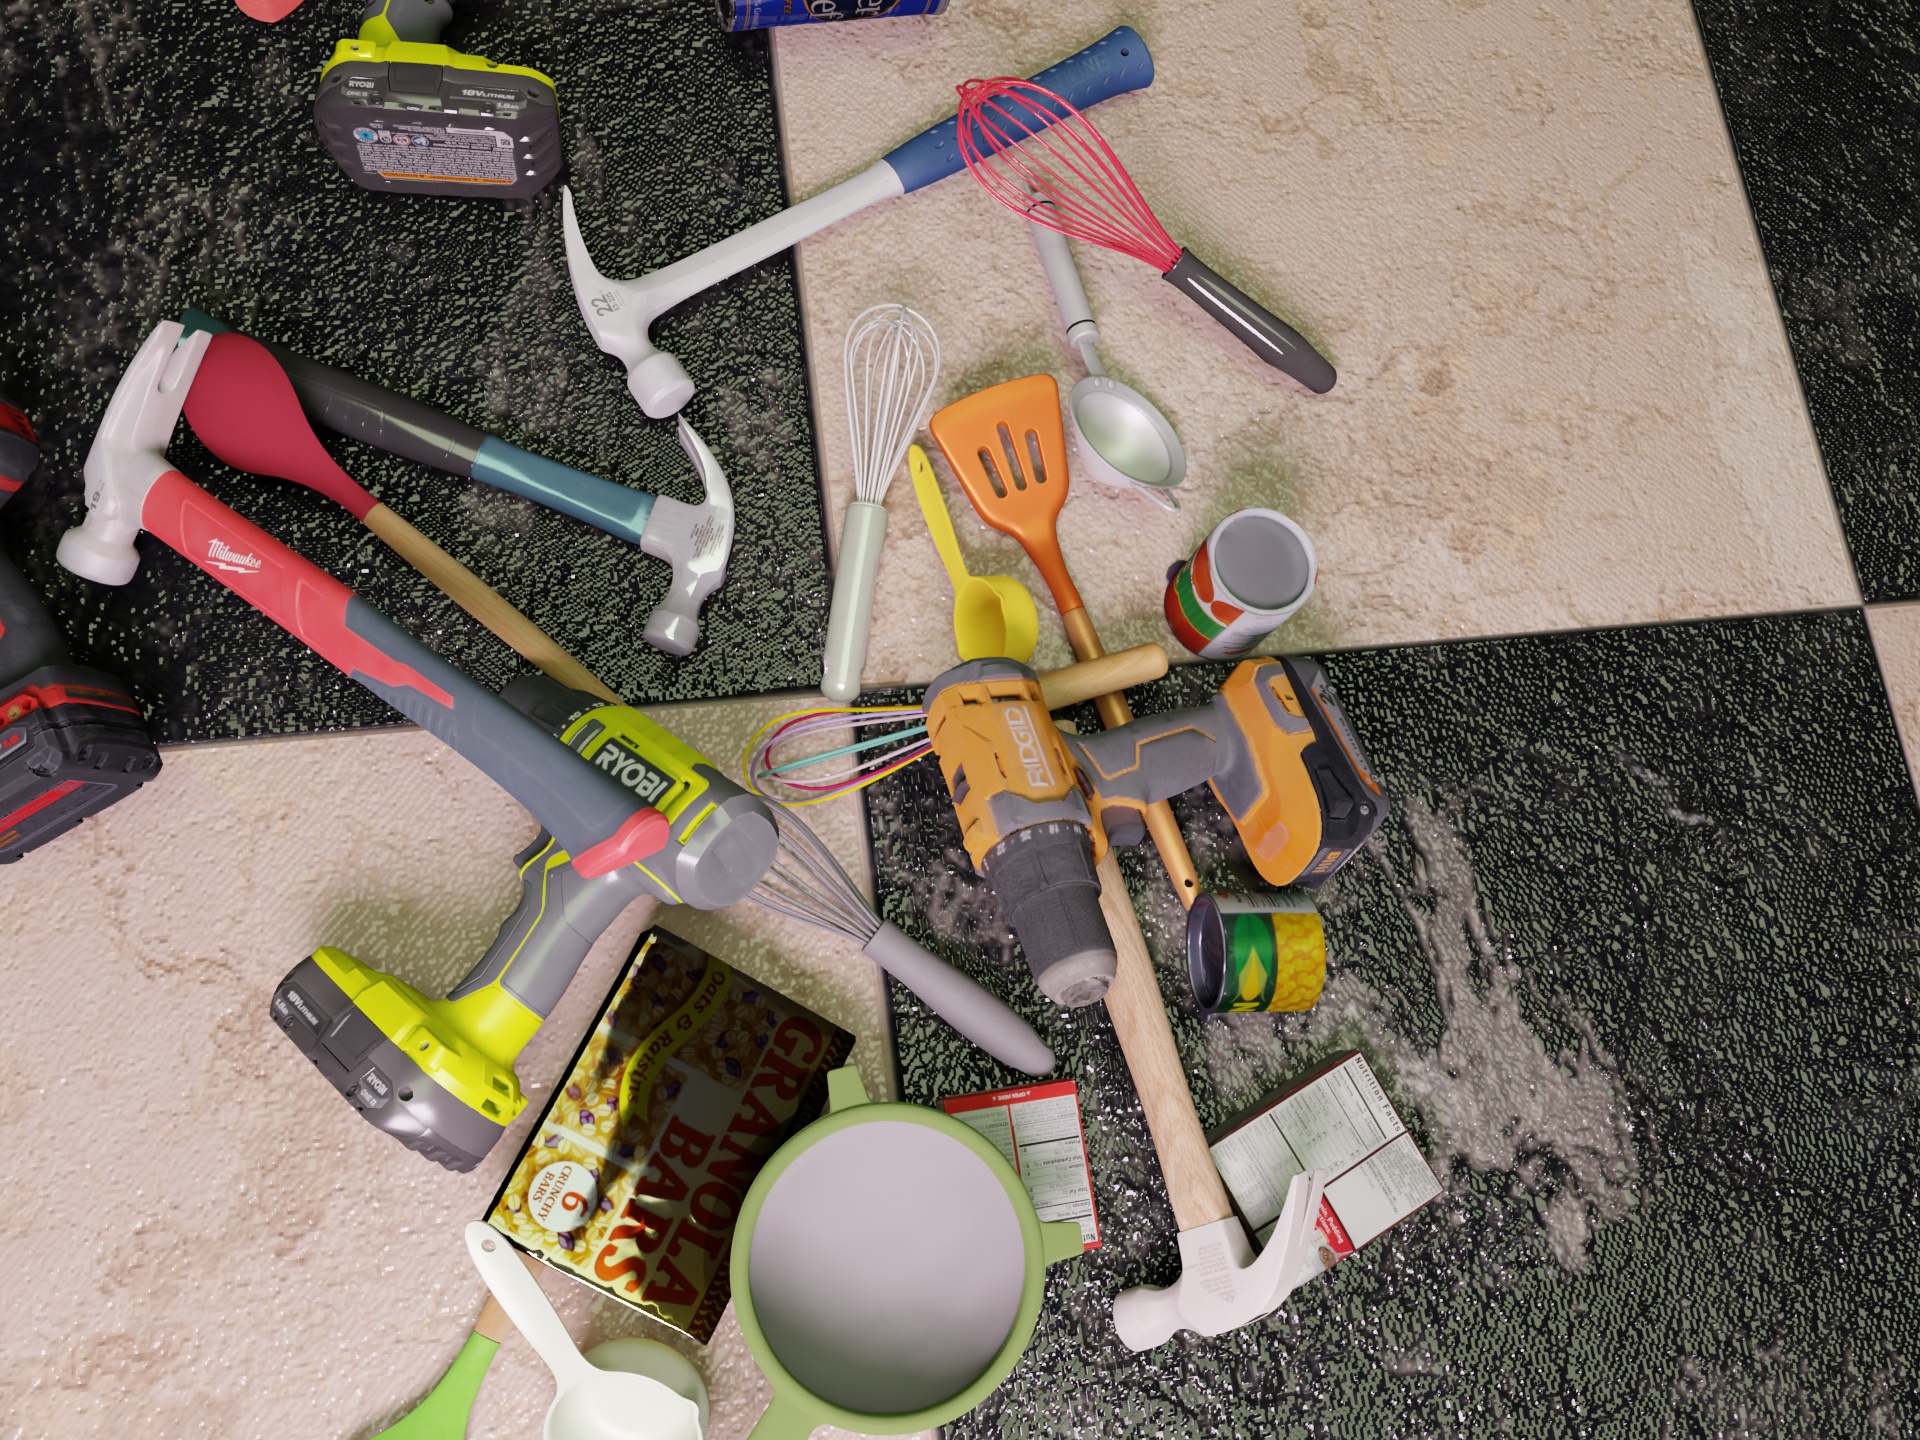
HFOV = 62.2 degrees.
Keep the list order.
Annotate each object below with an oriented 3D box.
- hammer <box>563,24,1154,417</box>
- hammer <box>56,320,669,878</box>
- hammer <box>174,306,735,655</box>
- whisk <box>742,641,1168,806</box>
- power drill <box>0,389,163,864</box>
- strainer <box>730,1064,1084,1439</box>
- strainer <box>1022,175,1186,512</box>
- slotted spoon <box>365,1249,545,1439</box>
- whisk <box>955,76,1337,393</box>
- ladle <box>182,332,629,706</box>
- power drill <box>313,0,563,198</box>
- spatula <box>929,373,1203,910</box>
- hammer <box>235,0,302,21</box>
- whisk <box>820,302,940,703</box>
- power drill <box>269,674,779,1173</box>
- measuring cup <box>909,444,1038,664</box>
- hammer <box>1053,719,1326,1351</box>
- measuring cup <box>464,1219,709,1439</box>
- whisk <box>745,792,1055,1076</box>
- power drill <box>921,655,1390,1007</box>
[{"bbox_3d":[-0.055,-0.337,0.983,0.405,0.035,0.144,-32,82,-16],"label":"hammer"},{"bbox_3d":[-0.289,-0.054,0.777,0.386,0.038,0.143,32,101,19],"label":"hammer"},{"bbox_3d":[-0.283,-0.153,0.896,0.331,0.033,0.128,21,73,-3],"label":"hammer"},{"bbox_3d":[-0.002,-0.005,0.882,0.245,0.051,0.047,-16,75,-7],"label":"whisk"},{"bbox_3d":[-0.523,-0.039,0.793,0.188,0.080,0.227,-29,80,4],"label":"power drill"},{"bbox_3d":[-0.066,0.308,0.767,0.151,0.069,0.256,34,72,5],"label":"strainer"},{"bbox_3d":[0.077,-0.228,0.973,0.086,0.050,0.259,0,66,-39],"label":"strainer"},{"bbox_3d":[-0.223,0.279,0.789,0.070,0.031,0.314,28,71,-4],"label":"slotted spoon"},{"bbox_3d":[0.115,-0.291,0.971,0.295,0.073,0.073,35,72,-12],"label":"whisk"},{"bbox_3d":[-0.300,-0.096,0.867,0.315,0.031,0.069,40,112,-5],"label":"ladle"},{"bbox_3d":[-0.297,-0.431,0.950,0.171,0.080,0.223,1,72,-9],"label":"power drill"},{"bbox_3d":[0.075,-0.043,0.920,0.081,0.041,0.323,-21,80,-6],"label":"spatula"},{"bbox_3d":[-0.450,-0.599,0.991,0.149,0.036,0.359,-5,75,-11],"label":"hammer"},{"bbox_3d":[-0.052,-0.129,0.922,0.059,0.058,0.246,11,78,-15],"label":"whisk"},{"bbox_3d":[-0.224,0.087,0.795,0.191,0.080,0.228,30,72,34],"label":"power drill"},{"bbox_3d":[0.006,-0.097,0.925,0.029,0.062,0.157,-7,64,-29],"label":"measuring cup"},{"bbox_3d":[0.096,0.153,0.849,0.031,0.130,0.331,10,57,-52],"label":"hammer"},{"bbox_3d":[-0.181,0.296,0.757,0.083,0.038,0.167,-29,101,10],"label":"measuring cup"},{"bbox_3d":[-0.044,0.116,0.855,0.239,0.055,0.055,37,72,-2],"label":"whisk"},{"bbox_3d":[0.106,0.050,0.823,0.226,0.084,0.186,-3,55,-24],"label":"power drill"}]
